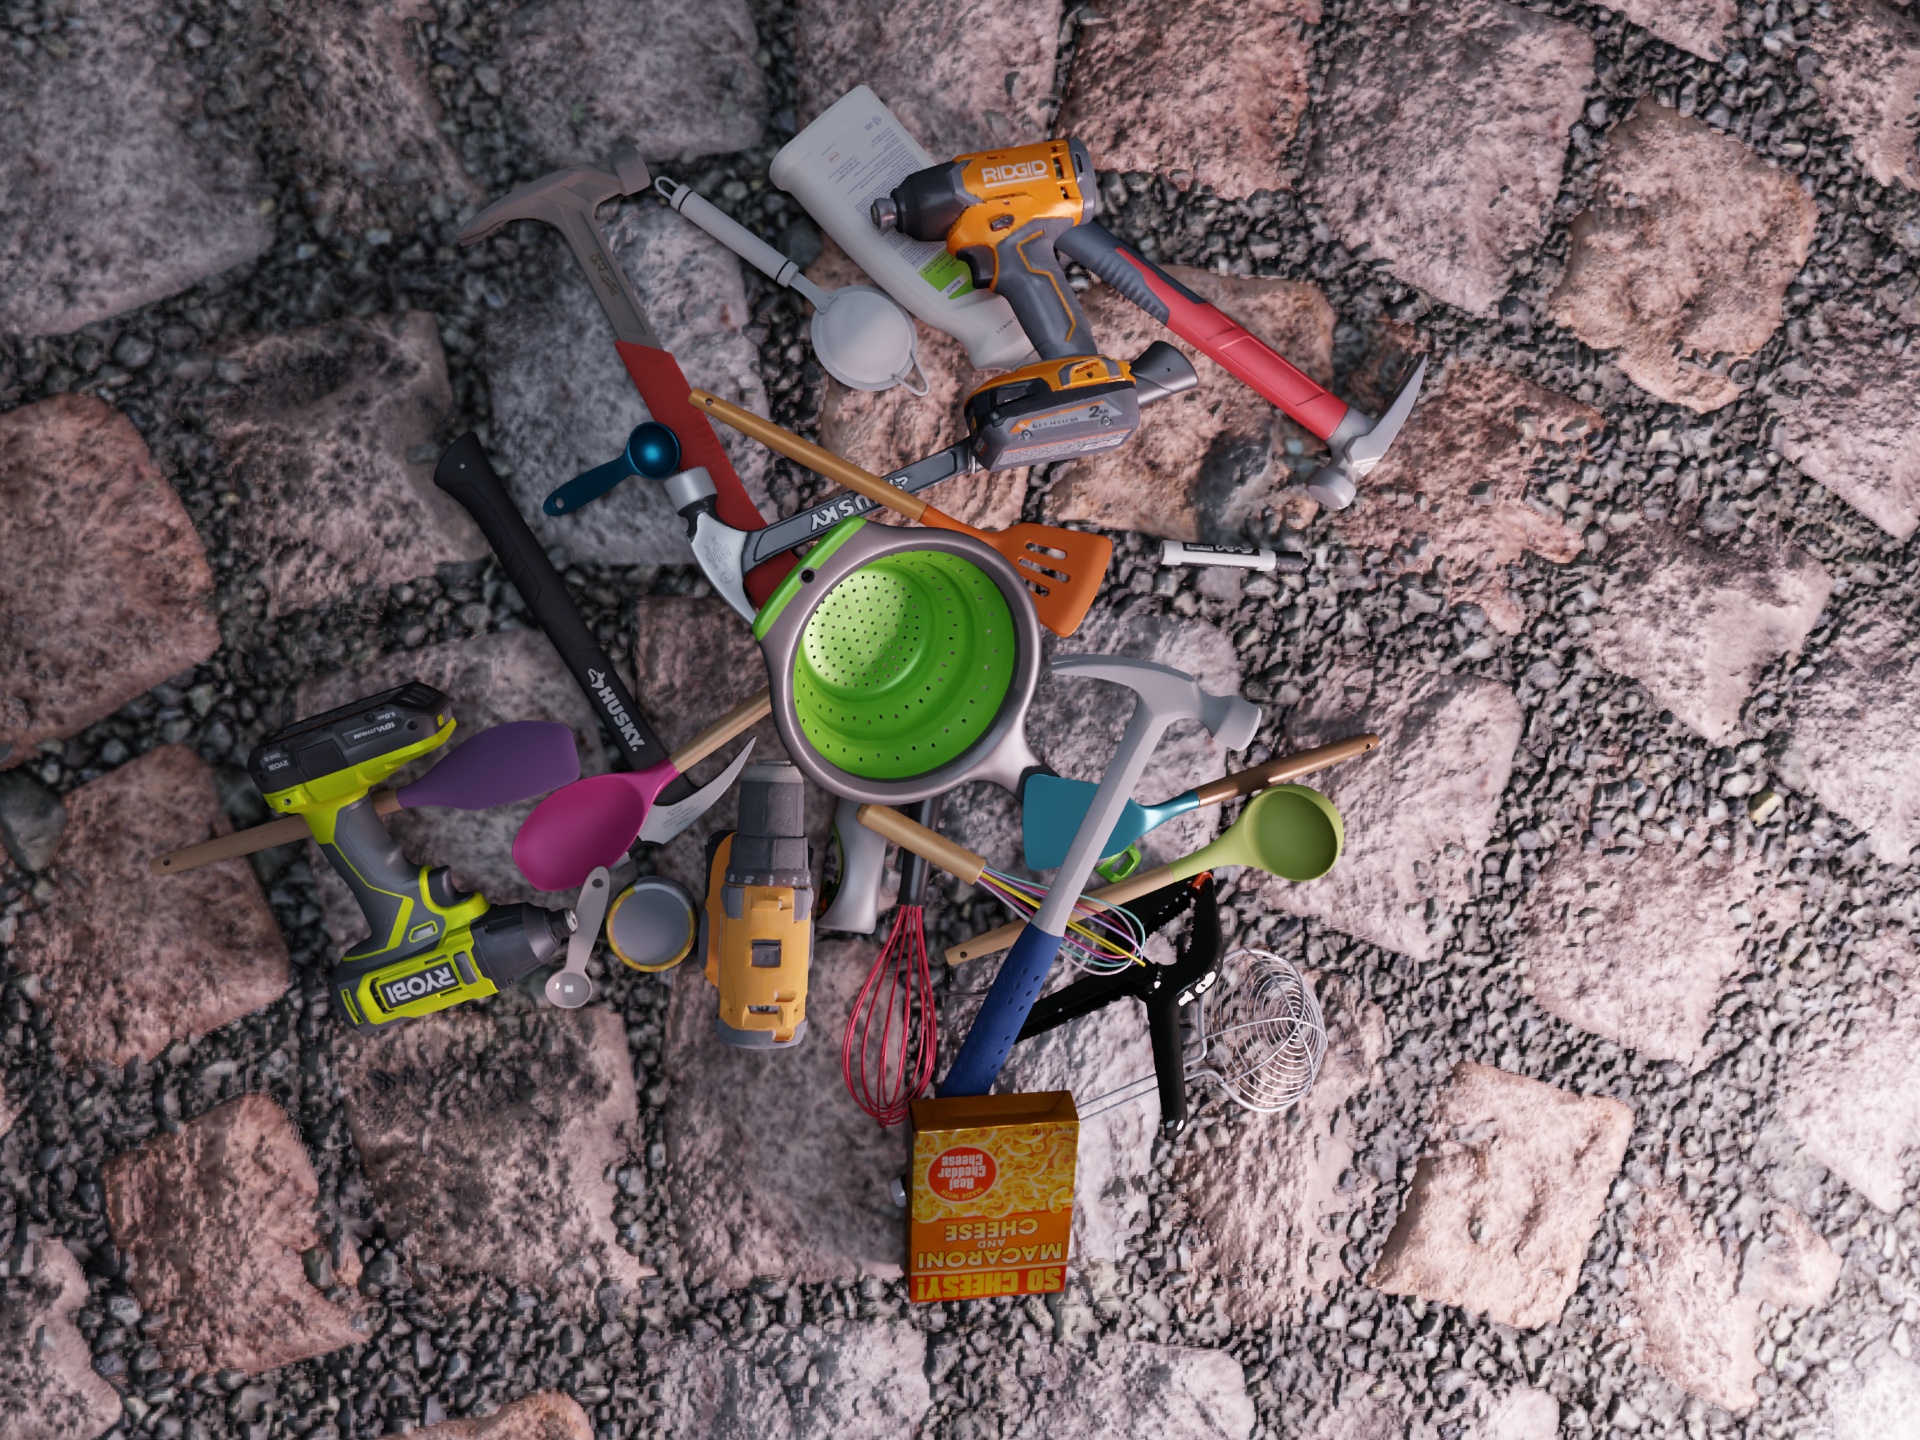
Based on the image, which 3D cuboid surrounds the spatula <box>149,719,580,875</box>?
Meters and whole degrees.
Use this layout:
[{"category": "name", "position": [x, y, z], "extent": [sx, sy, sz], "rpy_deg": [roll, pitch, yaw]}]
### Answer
[{"category": "spatula", "position": [-0.433, 0.062, 1.157], "extent": [0.316, 0.018, 0.060], "rpy_deg": [-17, 77, -2]}]

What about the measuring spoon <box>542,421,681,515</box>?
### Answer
[{"category": "measuring spoon", "position": [-0.257, -0.183, 1.180], "extent": [0.128, 0.021, 0.042], "rpy_deg": [-23, 98, 24]}]

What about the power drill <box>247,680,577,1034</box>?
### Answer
[{"category": "power drill", "position": [-0.384, 0.094, 1.119], "extent": [0.171, 0.080, 0.223], "rpy_deg": [-19, 105, 0]}]

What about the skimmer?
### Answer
[{"category": "skimmer", "position": [0.117, 0.294, 1.249], "extent": [0.363, 0.090, 0.127], "rpy_deg": [-24, 88, 2]}]

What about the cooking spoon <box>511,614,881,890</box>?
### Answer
[{"category": "cooking spoon", "position": [-0.190, 0.018, 1.173], "extent": [0.319, 0.017, 0.069], "rpy_deg": [-36, 90, -5]}]

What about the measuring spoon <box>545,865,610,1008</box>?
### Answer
[{"category": "measuring spoon", "position": [-0.279, 0.158, 1.175], "extent": [0.034, 0.018, 0.124], "rpy_deg": [14, 111, -14]}]

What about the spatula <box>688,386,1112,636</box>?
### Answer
[{"category": "spatula", "position": [-0.047, -0.163, 1.150], "extent": [0.322, 0.041, 0.081], "rpy_deg": [26, 86, -9]}]

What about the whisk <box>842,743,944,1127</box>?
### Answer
[{"category": "whisk", "position": [-0.041, 0.160, 1.212], "extent": [0.073, 0.073, 0.296], "rpy_deg": [9, 83, -9]}]

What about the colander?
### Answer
[{"category": "colander", "position": [-0.002, -0.004, 1.181], "extent": [0.204, 0.095, 0.396], "rpy_deg": [-48, 123, -1]}]

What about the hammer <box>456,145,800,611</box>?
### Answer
[{"category": "hammer", "position": [-0.229, -0.242, 1.196], "extent": [0.149, 0.037, 0.359], "rpy_deg": [-28, 93, -8]}]

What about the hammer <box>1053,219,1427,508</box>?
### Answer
[{"category": "hammer", "position": [0.187, -0.334, 1.259], "extent": [0.386, 0.038, 0.143], "rpy_deg": [34, 84, -7]}]

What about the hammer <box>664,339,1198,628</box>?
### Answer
[{"category": "hammer", "position": [-0.005, -0.189, 1.195], "extent": [0.409, 0.036, 0.149], "rpy_deg": [-24, 94, -9]}]

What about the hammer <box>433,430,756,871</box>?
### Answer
[{"category": "hammer", "position": [-0.285, -0.065, 1.187], "extent": [0.146, 0.035, 0.335], "rpy_deg": [-31, 94, -7]}]

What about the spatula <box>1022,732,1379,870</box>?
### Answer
[{"category": "spatula", "position": [0.195, 0.048, 1.232], "extent": [0.317, 0.044, 0.082], "rpy_deg": [-15, 118, -26]}]

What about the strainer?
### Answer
[{"category": "strainer", "position": [-0.126, -0.335, 1.212], "extent": [0.258, 0.050, 0.087], "rpy_deg": [35, 69, -4]}]

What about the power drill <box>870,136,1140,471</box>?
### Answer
[{"category": "power drill", "position": [0.033, -0.302, 1.151], "extent": [0.164, 0.084, 0.226], "rpy_deg": [-12, 84, -10]}]

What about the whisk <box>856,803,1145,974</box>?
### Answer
[{"category": "whisk", "position": [0.033, 0.122, 1.181], "extent": [0.245, 0.047, 0.051], "rpy_deg": [29, 111, -6]}]

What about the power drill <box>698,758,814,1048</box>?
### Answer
[{"category": "power drill", "position": [-0.139, 0.118, 1.111], "extent": [0.084, 0.226, 0.185], "rpy_deg": [2, 89, -9]}]

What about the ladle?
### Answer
[{"category": "ladle", "position": [0.138, 0.129, 1.219], "extent": [0.320, 0.062, 0.078], "rpy_deg": [-21, 98, 3]}]

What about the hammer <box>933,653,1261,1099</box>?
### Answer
[{"category": "hammer", "position": [0.061, 0.137, 1.143], "extent": [0.144, 0.035, 0.405], "rpy_deg": [24, 110, 0]}]
